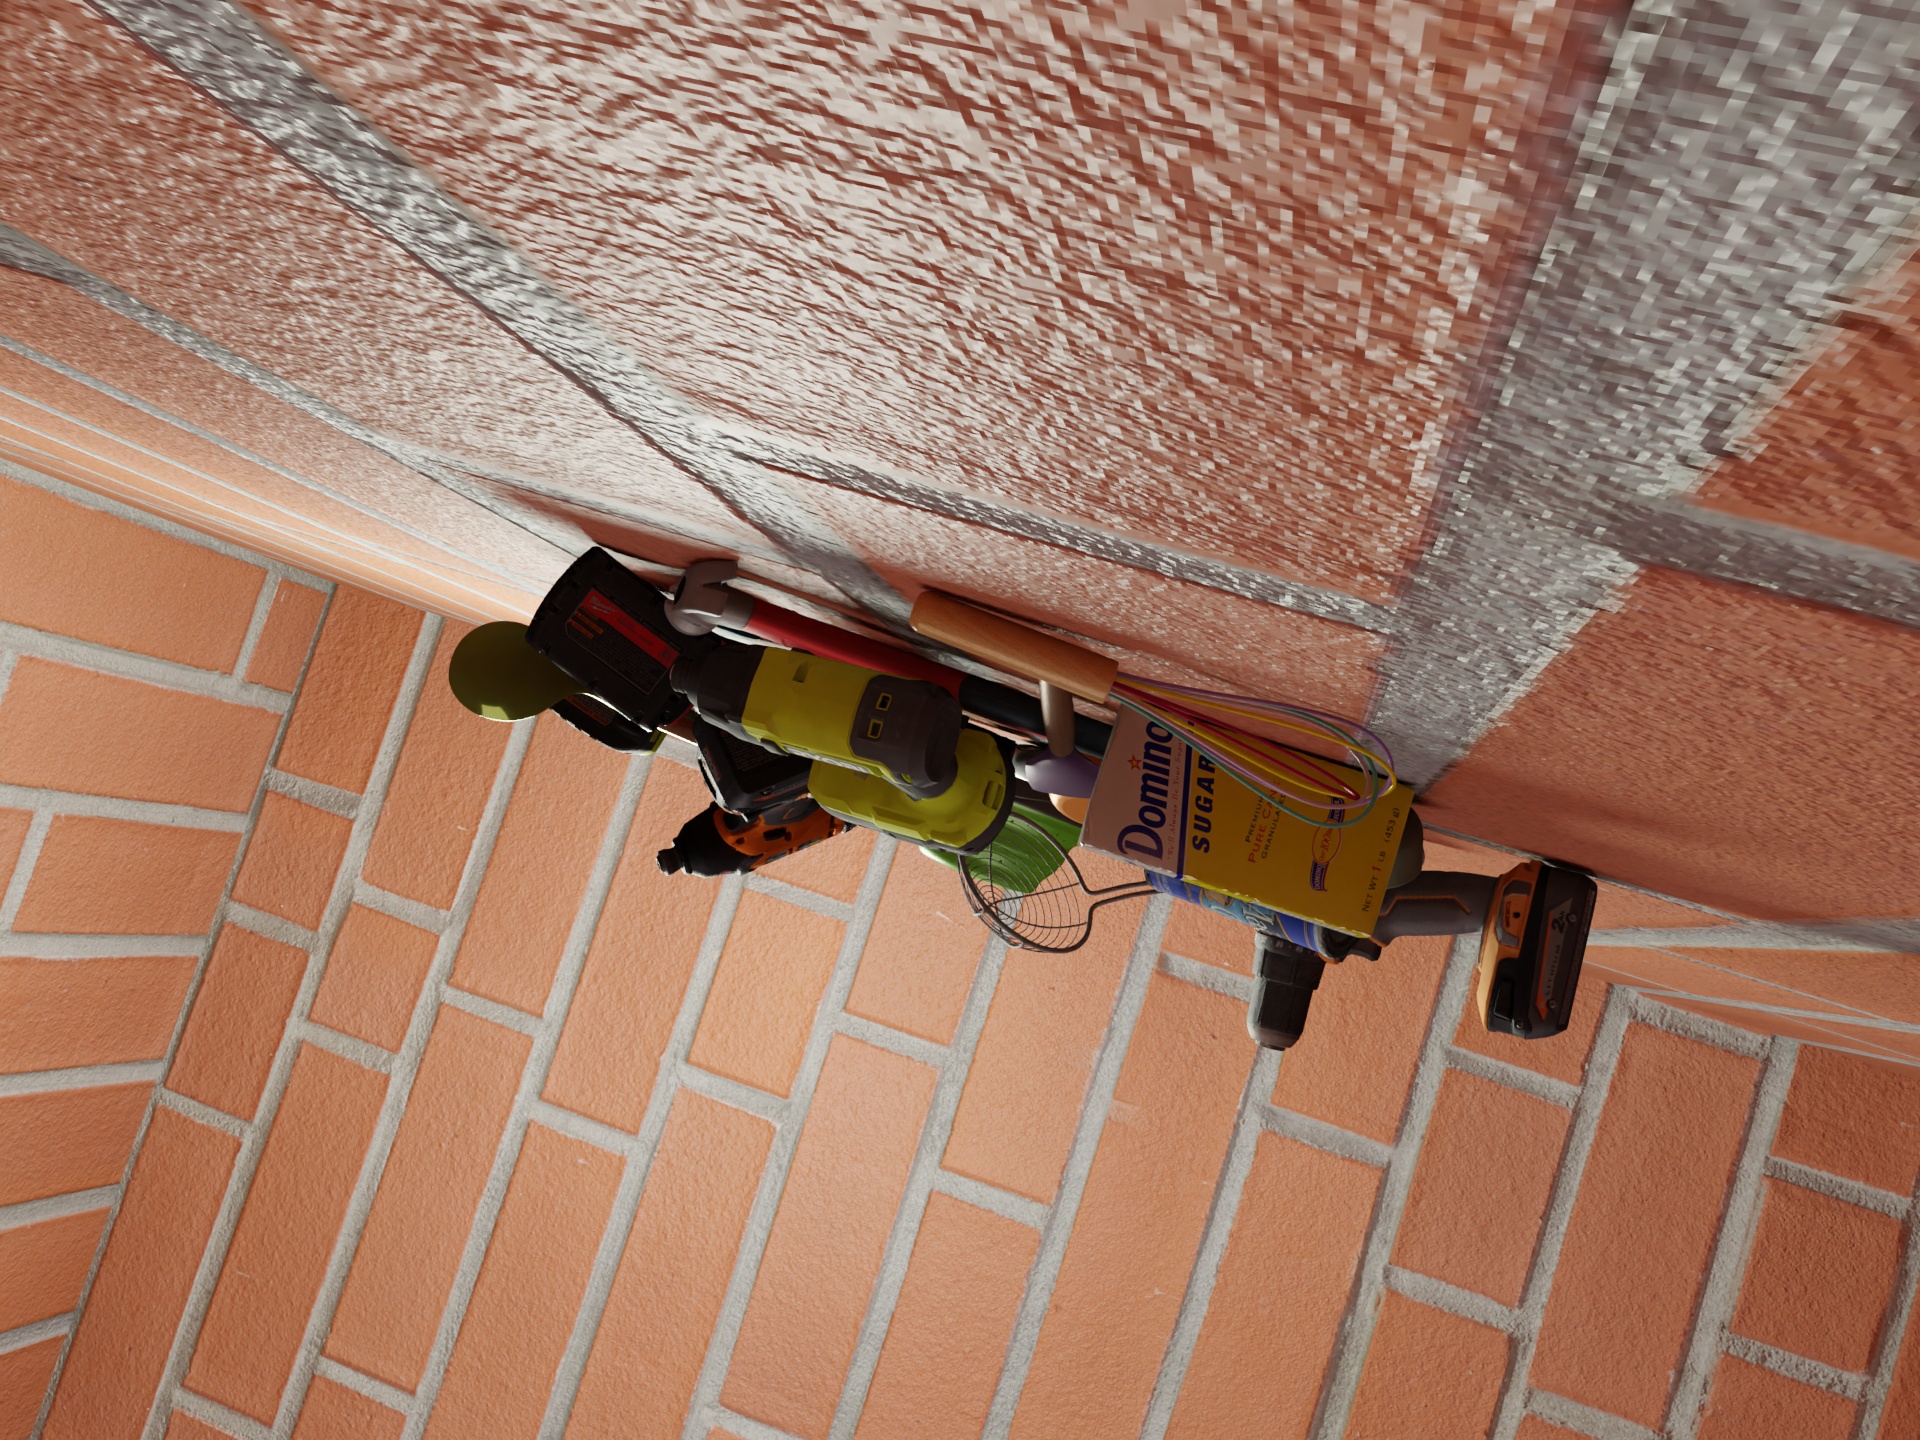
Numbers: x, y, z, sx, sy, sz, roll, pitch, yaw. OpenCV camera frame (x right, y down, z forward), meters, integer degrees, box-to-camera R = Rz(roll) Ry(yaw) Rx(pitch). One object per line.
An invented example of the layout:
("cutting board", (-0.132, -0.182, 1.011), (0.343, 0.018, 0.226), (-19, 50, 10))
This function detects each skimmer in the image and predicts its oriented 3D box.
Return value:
("skimmer", (0.179, 0.107, 1.212), (0.363, 0.127, 0.090), (-7, 139, -3))

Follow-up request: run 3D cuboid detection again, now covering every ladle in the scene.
("ladle", (-0.245, 0.000, 1.200), (0.319, 0.062, 0.078), (28, -146, -52))

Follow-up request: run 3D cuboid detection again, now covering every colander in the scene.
("colander", (-0.041, 0.064, 1.365), (0.396, 0.094, 0.205), (22, 178, -23))

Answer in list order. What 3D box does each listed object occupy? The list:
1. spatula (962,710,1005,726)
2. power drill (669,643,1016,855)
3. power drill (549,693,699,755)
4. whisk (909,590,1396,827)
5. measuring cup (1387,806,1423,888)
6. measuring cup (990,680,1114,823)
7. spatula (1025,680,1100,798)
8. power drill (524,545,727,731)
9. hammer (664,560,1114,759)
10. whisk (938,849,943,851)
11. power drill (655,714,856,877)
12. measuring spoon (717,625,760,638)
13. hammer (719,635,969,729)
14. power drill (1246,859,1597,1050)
("spatula", (-0.002, -0.004, 1.206), (0.317, 0.044, 0.082), (15, -170, 16))
("power drill", (-0.063, 0.013, 0.969), (0.171, 0.080, 0.223), (14, 169, 20))
("power drill", (-0.227, 0.000, 1.353), (0.191, 0.080, 0.228), (30, -177, 34))
("whisk", (0.091, -0.007, 0.759), (0.245, 0.051, 0.047), (21, -178, 0))
("measuring cup", (0.231, 0.054, 1.023), (0.083, 0.038, 0.168), (-11, -153, -19))
("measuring cup", (0.076, 0.028, 1.116), (0.173, 0.052, 0.095), (28, 153, -35))
("spatula", (0.061, 0.009, 0.940), (0.060, 0.018, 0.315), (8, 165, 8))
("power drill", (-0.227, -0.060, 1.127), (0.143, 0.078, 0.220), (37, 180, -4))
("hammer", (0.009, -0.018, 1.003), (0.386, 0.038, 0.143), (19, 174, -18))
("whisk", (-0.034, 0.024, 1.184), (0.055, 0.055, 0.238), (15, 148, 32))
("power drill", (-0.149, 0.053, 1.187), (0.164, 0.084, 0.226), (-22, 163, -18))
("measuring spoon", (-0.127, -0.068, 1.116), (0.042, 0.021, 0.128), (27, -168, 35))
("hammer", (-0.147, -0.045, 1.354), (0.335, 0.035, 0.146), (16, 175, 20))
("power drill", (0.316, 0.165, 1.131), (0.226, 0.185, 0.084), (12, 176, 29))
